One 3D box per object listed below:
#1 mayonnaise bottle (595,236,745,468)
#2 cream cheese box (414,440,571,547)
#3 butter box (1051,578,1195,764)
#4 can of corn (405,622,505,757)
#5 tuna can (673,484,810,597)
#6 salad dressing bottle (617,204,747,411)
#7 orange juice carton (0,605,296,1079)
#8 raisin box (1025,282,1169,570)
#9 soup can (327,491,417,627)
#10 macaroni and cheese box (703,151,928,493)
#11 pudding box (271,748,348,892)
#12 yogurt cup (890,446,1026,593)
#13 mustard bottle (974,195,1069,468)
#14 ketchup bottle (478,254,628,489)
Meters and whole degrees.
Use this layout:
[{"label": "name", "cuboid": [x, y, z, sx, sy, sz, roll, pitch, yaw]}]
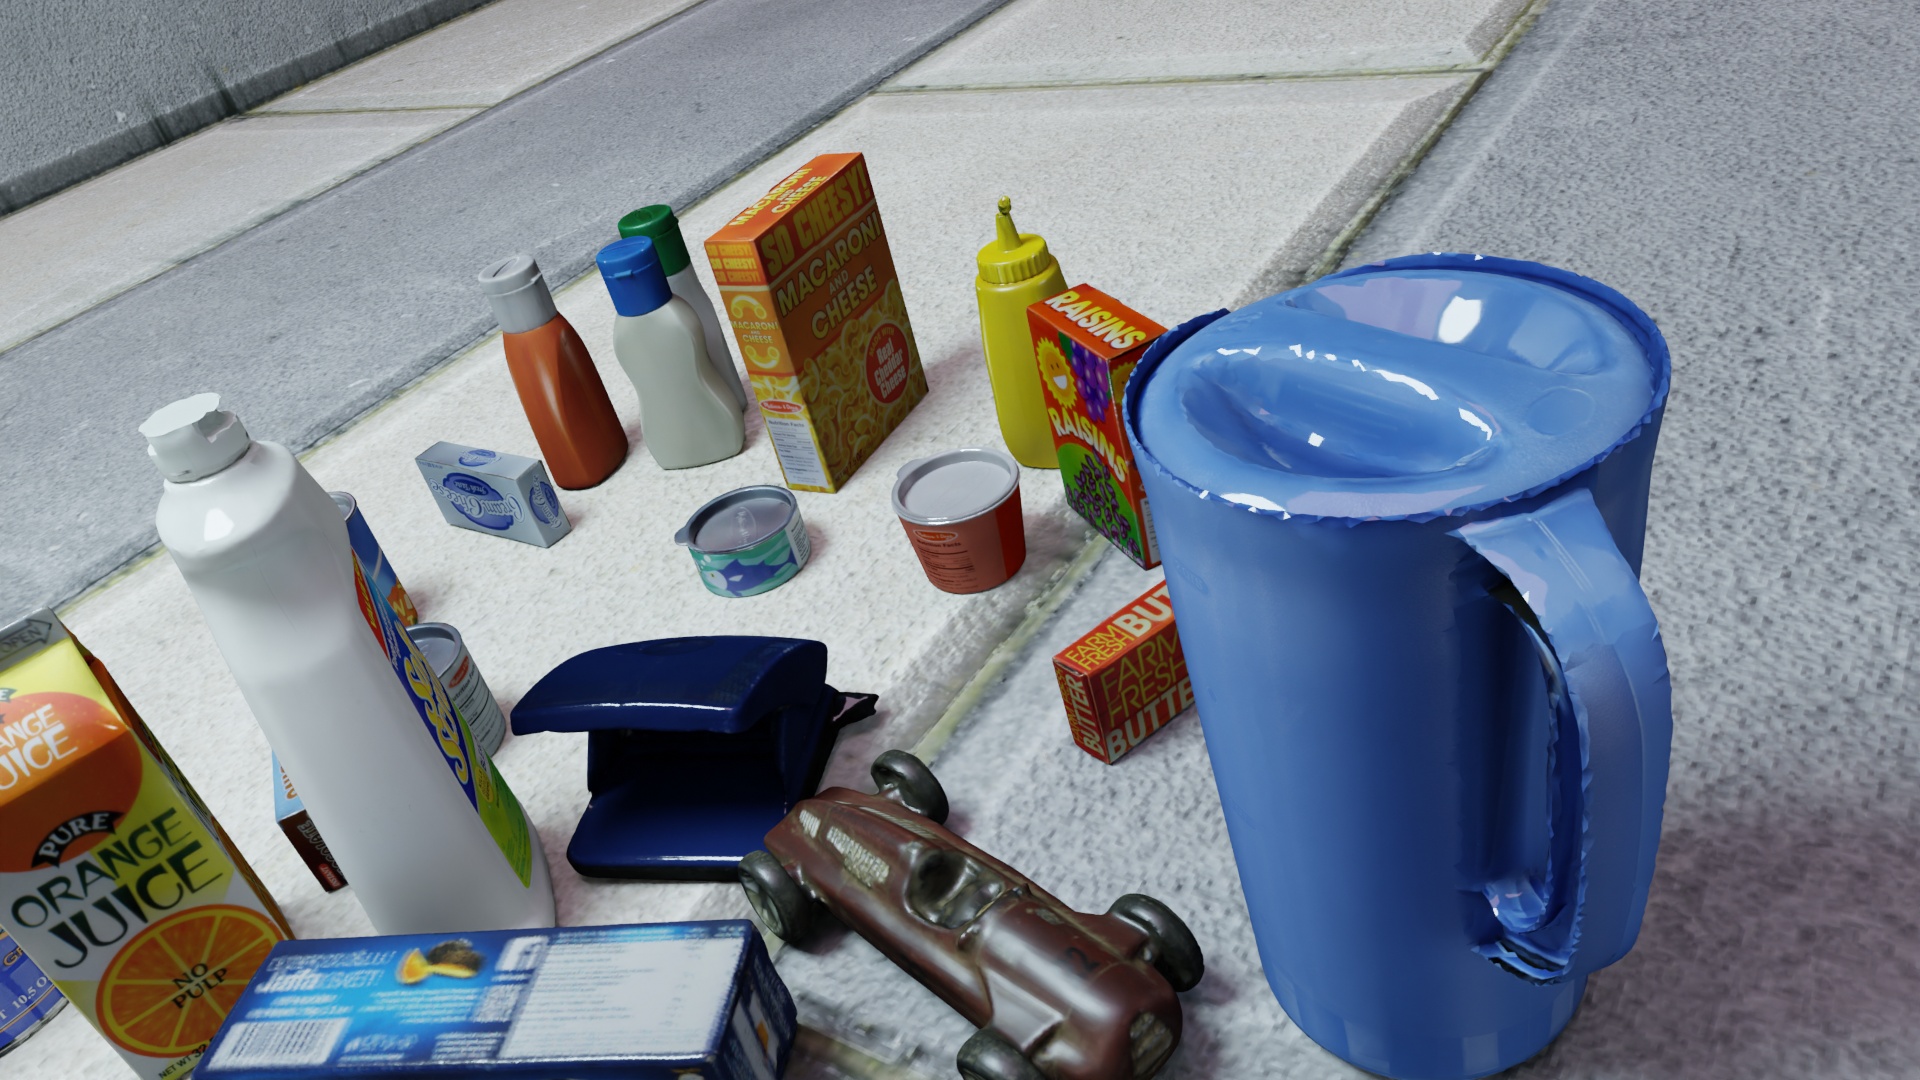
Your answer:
[{"label": "mayonnaise bottle", "cuboid": [-0.186, -0.117, 0.876, 0.065, 0.147, 0.041, -11, 33, 7]}, {"label": "cream cheese box", "cuboid": [-0.295, -0.030, 0.878, 0.104, 0.053, 0.024, 10, 41, 34]}, {"label": "butter box", "cuboid": [0.090, 0.048, 0.605, 0.104, 0.053, 0.024, -32, 36, -23]}, {"label": "can of corn", "cuboid": [-0.272, 0.084, 0.695, 0.071, 0.058, 0.071, -11, 33, 7]}, {"label": "tuna can", "cuboid": [-0.122, 0.001, 0.780, 0.071, 0.032, 0.071, -11, 33, 7]}, {"label": "salad dressing bottle", "cuboid": [-0.184, -0.148, 0.922, 0.044, 0.147, 0.064, -25, 34, -14]}, {"label": "orange juice carton", "cuboid": [-0.340, 0.119, 0.548, 0.072, 0.191, 0.073, -34, 37, -26]}, {"label": "raisin box", "cuboid": [0.079, -0.059, 0.704, 0.040, 0.122, 0.086, -24, 34, -13]}, {"label": "soup can", "cuboid": [-0.360, 0.026, 0.793, 0.071, 0.083, 0.072, -11, 33, 7]}, {"label": "macaroni and cheese box", "cuboid": [-0.082, -0.131, 0.838, 0.040, 0.165, 0.124, 6, 38, 29]}, {"label": "pudding box", "cuboid": [-0.302, 0.120, 0.661, 0.030, 0.049, 0.084, -26, 34, -15]}, {"label": "yogurt cup", "cuboid": [0.003, -0.009, 0.725, 0.072, 0.053, 0.073, -11, 33, 7]}, {"label": "mustard bottle", "cuboid": [0.038, -0.119, 0.776, 0.049, 0.159, 0.066, 1, 37, 24]}, {"label": "ketchup bottle", "cuboid": [-0.262, -0.109, 0.895, 0.043, 0.148, 0.065, -4, 35, 17]}]
